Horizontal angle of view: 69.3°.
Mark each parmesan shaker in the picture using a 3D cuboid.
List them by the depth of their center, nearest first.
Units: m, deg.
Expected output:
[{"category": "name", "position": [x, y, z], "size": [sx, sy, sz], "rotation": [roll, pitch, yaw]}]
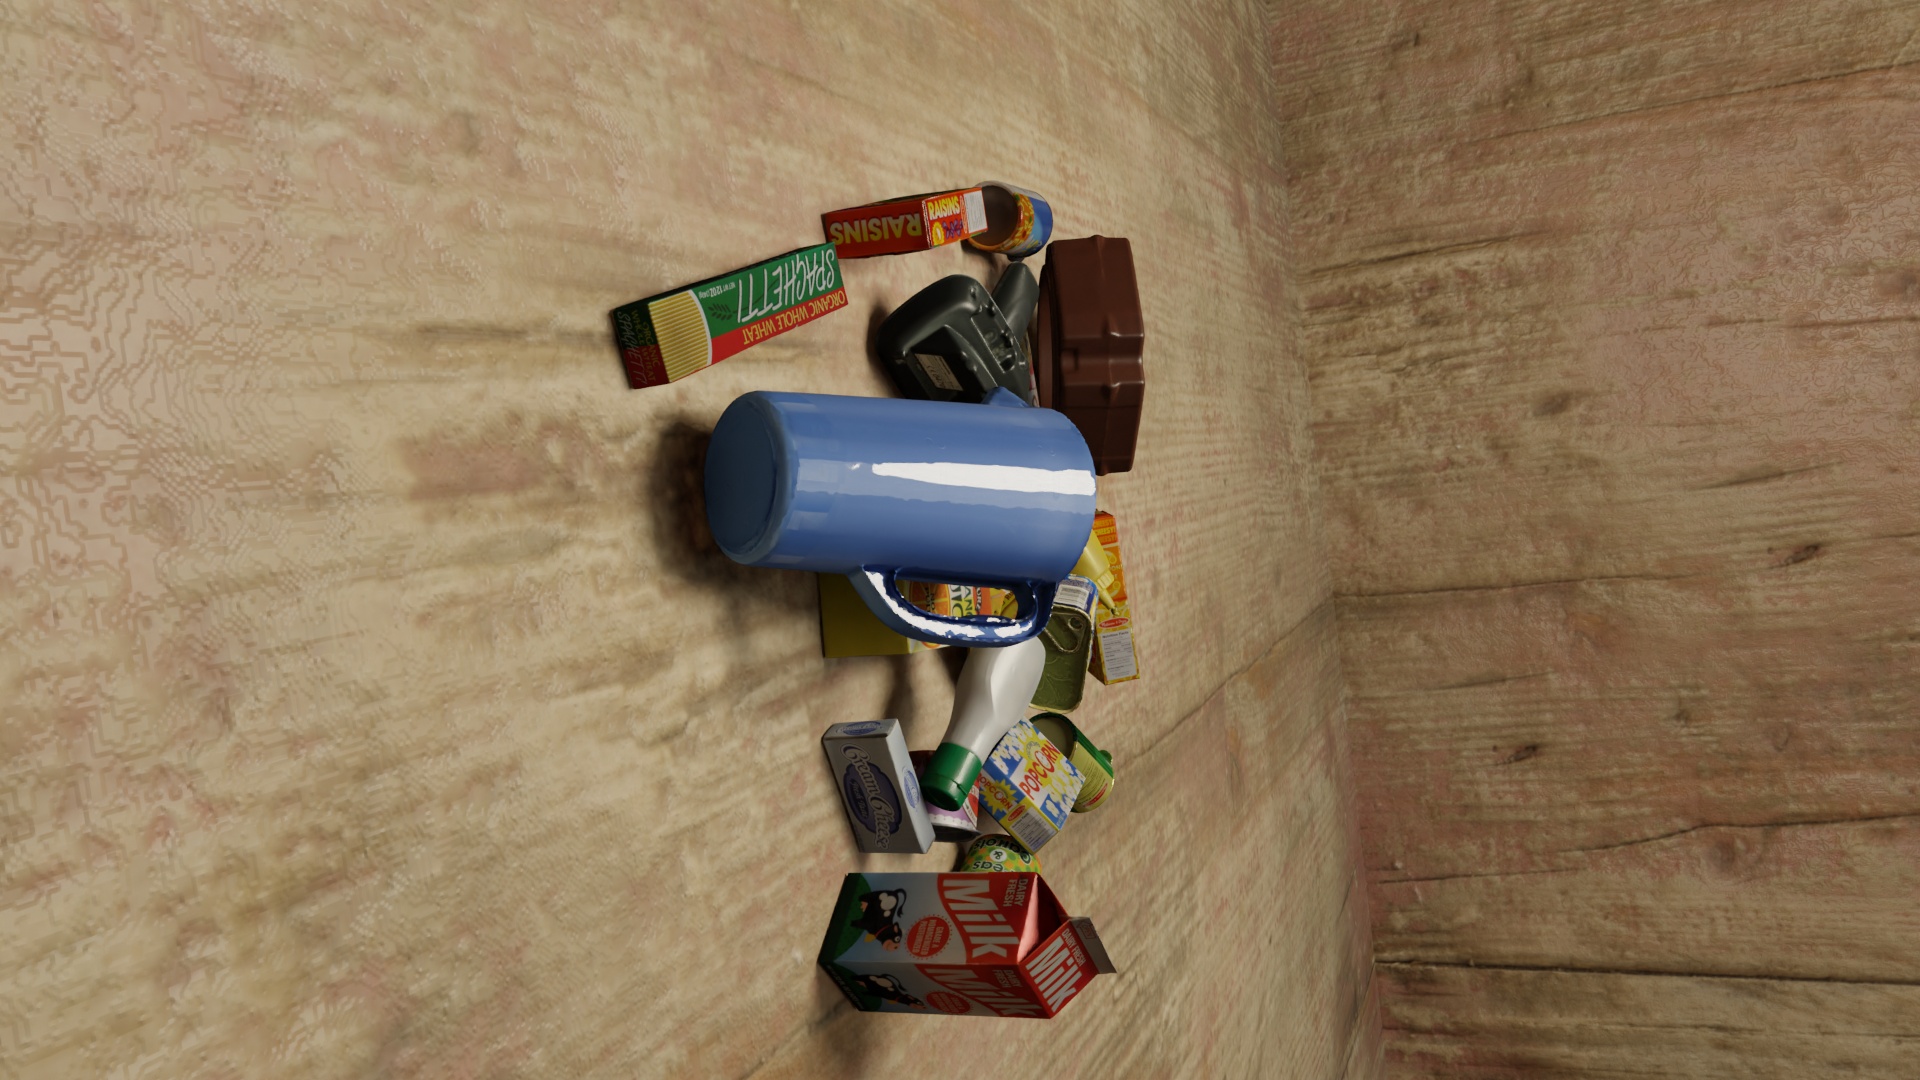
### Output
[{"category": "parmesan shaker", "position": [0.101, 0.210, 1.328], "size": [0.102, 0.071, 0.071], "rotation": [50, 41, -51]}]

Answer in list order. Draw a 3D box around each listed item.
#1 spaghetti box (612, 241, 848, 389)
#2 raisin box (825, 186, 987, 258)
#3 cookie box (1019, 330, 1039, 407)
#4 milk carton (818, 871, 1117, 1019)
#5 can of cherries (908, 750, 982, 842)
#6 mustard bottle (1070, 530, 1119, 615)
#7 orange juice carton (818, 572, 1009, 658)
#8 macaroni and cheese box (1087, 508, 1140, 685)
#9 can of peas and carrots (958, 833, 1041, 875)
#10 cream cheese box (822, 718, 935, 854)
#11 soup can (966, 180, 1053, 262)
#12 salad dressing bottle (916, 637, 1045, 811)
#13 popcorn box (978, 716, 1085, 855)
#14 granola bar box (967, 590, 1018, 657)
[{"category": "spaghetti box", "position": [-0.143, -0.155, 0.919], "size": [0.251, 0.028, 0.050], "rotation": [-43, 124, -61]}, {"category": "raisin box", "position": [-0.041, -0.251, 1.098], "size": [0.124, 0.086, 0.040], "rotation": [-39, 125, -62]}, {"category": "cookie box", "position": [0.033, -0.143, 1.294], "size": [0.123, 0.040, 0.167], "rotation": [-30, 112, -64]}, {"category": "milk carton", "position": [0.008, 0.278, 0.956], "size": [0.074, 0.190, 0.072], "rotation": [-72, 147, -43]}, {"category": "can of cherries", "position": [-0.016, 0.197, 1.068], "size": [0.071, 0.071, 0.058], "rotation": [45, 45, -55]}, {"category": "mustard bottle", "position": [0.101, 0.009, 1.316], "size": [0.160, 0.065, 0.049], "rotation": [51, 34, -2]}, {"category": "orange juice carton", "position": [-0.030, 0.046, 1.071], "size": [0.193, 0.072, 0.073], "rotation": [-2, 87, -66]}, {"category": "macaroni and cheese box", "position": [0.136, 0.051, 1.411], "size": [0.124, 0.040, 0.166], "rotation": [-146, -134, -78]}, {"category": "can of peas and carrots", "position": [0.029, 0.285, 1.153], "size": [0.059, 0.071, 0.070], "rotation": [-58, 136, -56]}, {"category": "cream cheese box", "position": [-0.058, 0.178, 0.999], "size": [0.024, 0.053, 0.103], "rotation": [-53, 132, -58]}, {"category": "soup can", "position": [0.043, -0.303, 1.326], "size": [0.084, 0.071, 0.071], "rotation": [-16, 100, -65]}, {"category": "salad dressing bottle", "position": [0.015, 0.132, 1.045], "size": [0.064, 0.044, 0.148], "rotation": [53, 51, -33]}, {"category": "popcorn box", "position": [0.056, 0.208, 1.198], "size": [0.085, 0.038, 0.127], "rotation": [44, 18, 3]}, {"category": "granola bar box", "position": [0.045, 0.061, 1.232], "size": [0.166, 0.039, 0.123], "rotation": [-68, 164, -46]}]
